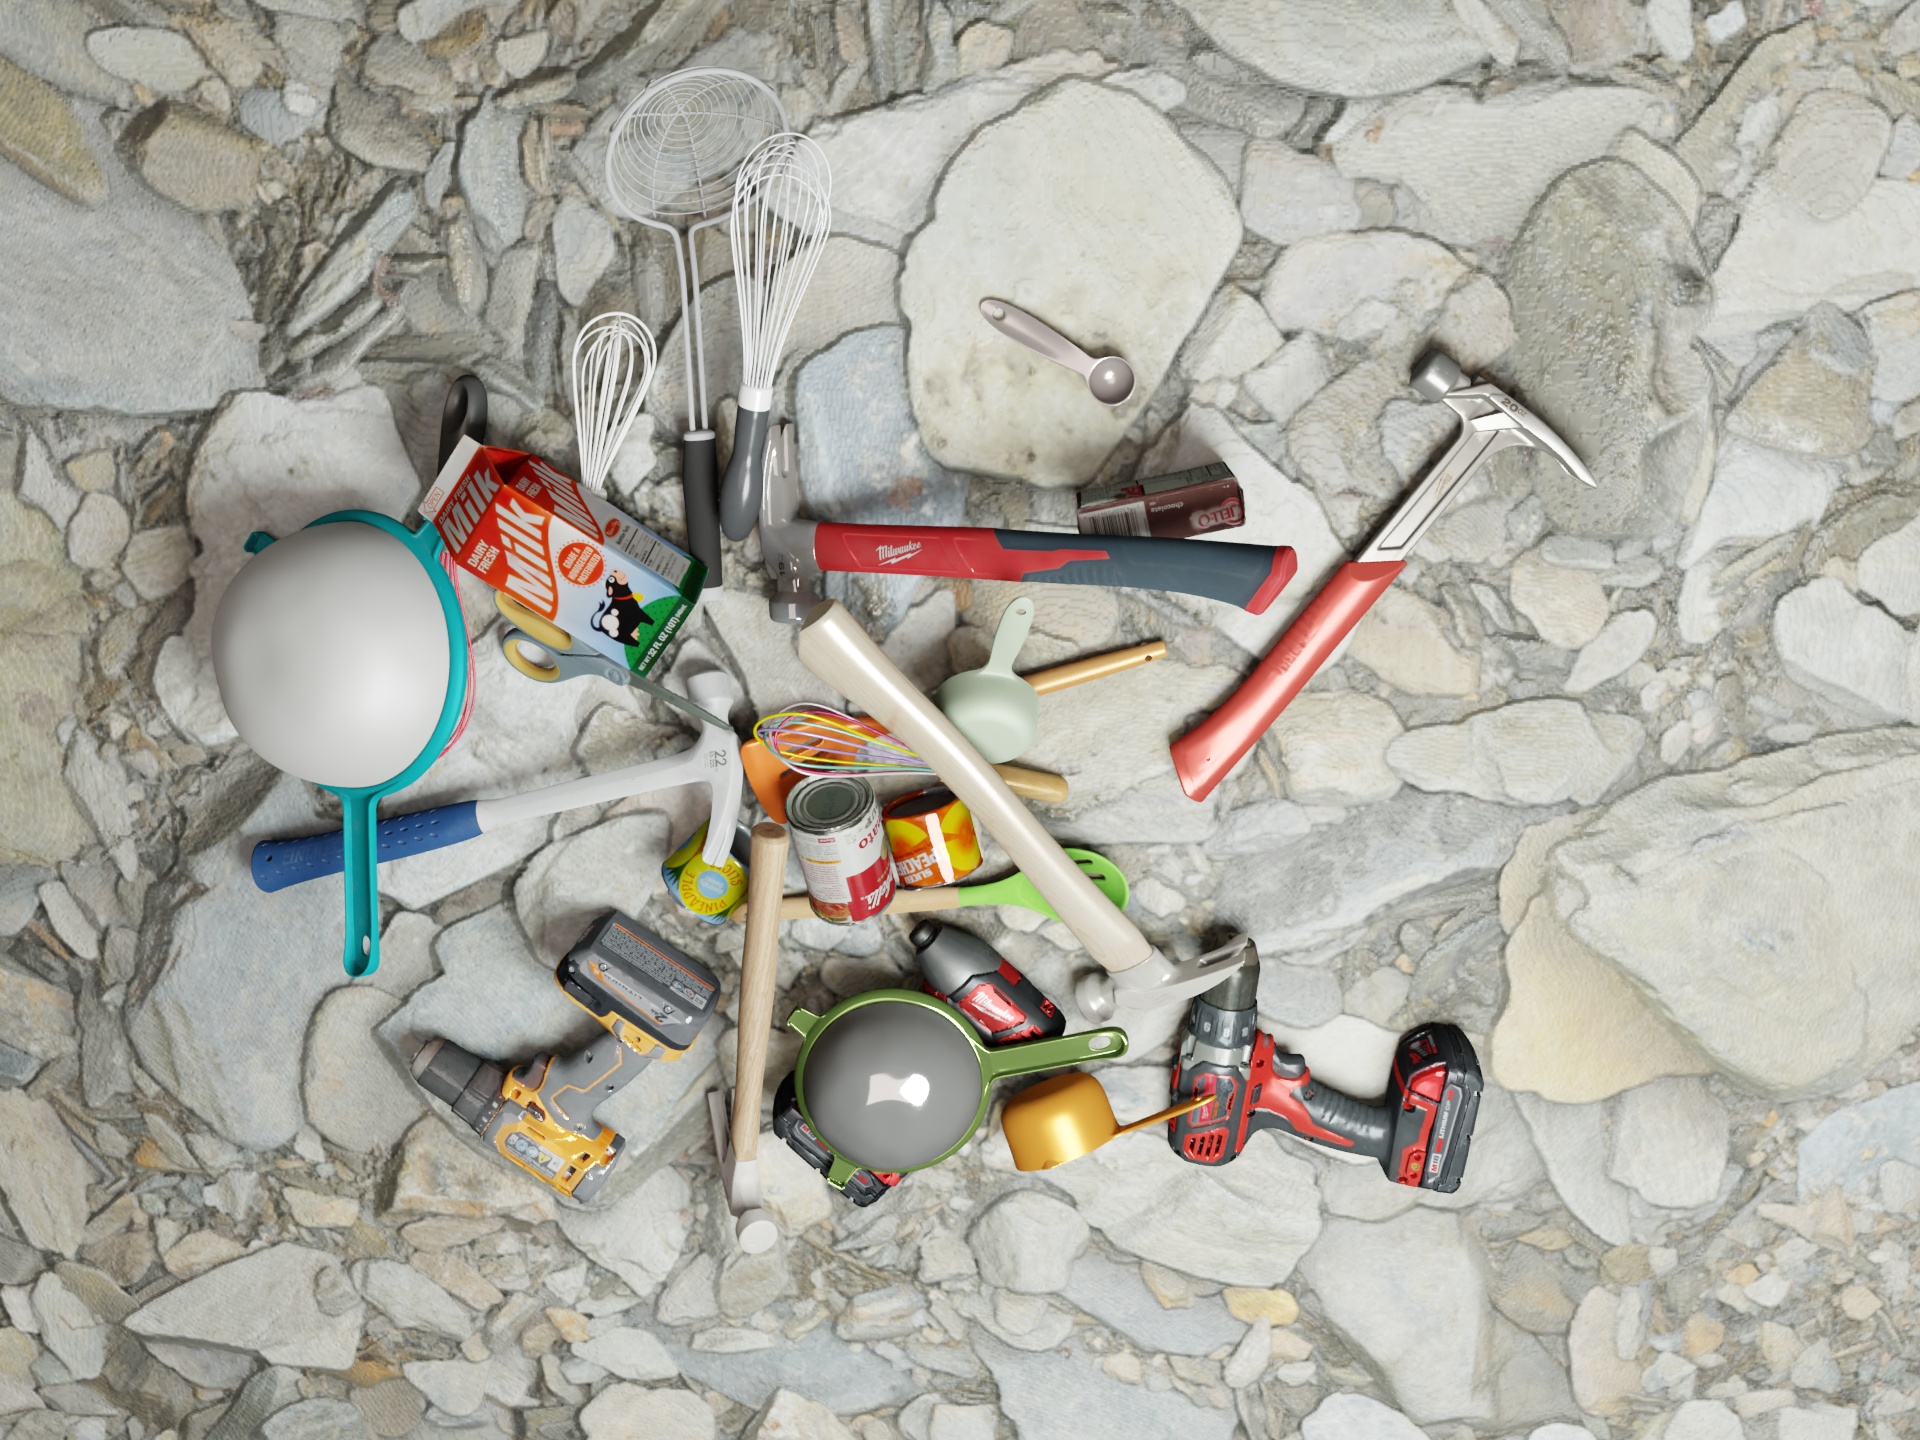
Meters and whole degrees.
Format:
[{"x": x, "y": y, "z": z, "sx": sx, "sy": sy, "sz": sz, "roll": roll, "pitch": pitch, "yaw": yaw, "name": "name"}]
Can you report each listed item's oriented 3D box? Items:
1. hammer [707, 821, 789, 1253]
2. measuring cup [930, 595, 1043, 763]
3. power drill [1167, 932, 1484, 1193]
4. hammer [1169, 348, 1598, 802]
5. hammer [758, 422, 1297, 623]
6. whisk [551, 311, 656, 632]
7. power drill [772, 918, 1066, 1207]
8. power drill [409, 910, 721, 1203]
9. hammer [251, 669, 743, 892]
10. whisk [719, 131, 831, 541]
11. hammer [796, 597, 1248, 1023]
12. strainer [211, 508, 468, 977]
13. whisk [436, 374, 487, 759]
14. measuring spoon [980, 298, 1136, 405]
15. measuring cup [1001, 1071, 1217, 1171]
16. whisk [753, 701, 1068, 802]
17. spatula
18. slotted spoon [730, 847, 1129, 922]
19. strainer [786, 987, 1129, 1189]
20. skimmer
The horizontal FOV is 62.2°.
[{"x": -0.157, "y": 0.230, "z": 1.208, "sx": 0.031, "sy": 0.130, "sz": 0.331, "roll": -1, "pitch": 113, "yaw": -21, "name": "hammer"}, {"x": 0.026, "y": -0.024, "z": 1.102, "sx": 0.083, "sy": 0.038, "sz": 0.167, "roll": 8, "pitch": 146, "yaw": -7, "name": "measuring cup"}, {"x": 0.279, "y": 0.265, "z": 1.230, "sx": 0.226, "sy": 0.080, "sz": 0.187, "roll": 8, "pitch": 107, "yaw": 4, "name": "power drill"}, {"x": 0.283, "y": -0.079, "z": 1.146, "sx": 0.149, "sy": 0.037, "sz": 0.359, "roll": 36, "pitch": 105, "yaw": -7, "name": "hammer"}, {"x": 0.034, "y": -0.127, "z": 1.073, "sx": 0.386, "sy": 0.038, "sz": 0.143, "roll": 6, "pitch": 106, "yaw": 26, "name": "hammer"}, {"x": -0.267, "y": -0.174, "z": 1.149, "sx": 0.059, "sy": 0.058, "sz": 0.246, "roll": 4, "pitch": 114, "yaw": -29, "name": "whisk"}, {"x": -0.039, "y": 0.262, "z": 1.249, "sx": 0.143, "sy": 0.078, "sz": 0.219, "roll": 44, "pitch": 102, "yaw": -9, "name": "power drill"}, {"x": -0.318, "y": 0.259, "z": 1.265, "sx": 0.185, "sy": 0.084, "sz": 0.226, "roll": 35, "pitch": 110, "yaw": -5, "name": "power drill"}, {"x": -0.355, "y": 0.076, "z": 1.212, "sx": 0.405, "sy": 0.035, "sz": 0.144, "roll": -13, "pitch": 73, "yaw": 12, "name": "hammer"}, {"x": -0.133, "y": -0.251, "z": 1.074, "sx": 0.070, "sy": 0.070, "sz": 0.284, "roll": 13, "pitch": 119, "yaw": 0, "name": "whisk"}, {"x": 0.039, "y": 0.065, "z": 1.130, "sx": 0.146, "sy": 0.038, "sz": 0.410, "roll": -27, "pitch": 118, "yaw": 32, "name": "hammer"}, {"x": -0.458, "y": 0.018, "z": 1.127, "sx": 0.211, "sy": 0.095, "sz": 0.340, "roll": -1, "pitch": 91, "yaw": 26, "name": "strainer"}, {"x": -0.381, "y": -0.106, "z": 1.172, "sx": 0.073, "sy": 0.073, "sz": 0.295, "roll": 12, "pitch": 101, "yaw": 0, "name": "whisk"}, {"x": 0.068, "y": -0.262, "z": 1.119, "sx": 0.124, "sy": 0.018, "sz": 0.034, "roll": 31, "pitch": 106, "yaw": 1, "name": "measuring spoon"}, {"x": 0.111, "y": 0.296, "z": 1.231, "sx": 0.173, "sy": 0.095, "sz": 0.052, "roll": -24, "pitch": 87, "yaw": 22, "name": "measuring cup"}, {"x": -0.032, "y": 0.029, "z": 1.164, "sx": 0.245, "sy": 0.051, "sz": 0.047, "roll": 12, "pitch": 114, "yaw": -19, "name": "whisk"}, {"x": -0.002, "y": -0.004, "z": 1.184, "sx": 0.322, "sy": 0.041, "sz": 0.081, "roll": -16, "pitch": 124, "yaw": 7, "name": "spatula"}, {"x": -0.026, "y": 0.137, "z": 1.235, "sx": 0.314, "sy": 0.031, "sz": 0.070, "roll": -5, "pitch": 115, "yaw": 7, "name": "slotted spoon"}, {"x": 0.000, "y": 0.270, "z": 1.179, "sx": 0.256, "sy": 0.069, "sz": 0.151, "roll": -11, "pitch": 102, "yaw": 4, "name": "strainer"}, {"x": -0.174, "y": -0.253, "z": 1.095, "sx": 0.127, "sy": 0.090, "sz": 0.363, "roll": -11, "pitch": 112, "yaw": -29, "name": "skimmer"}]
